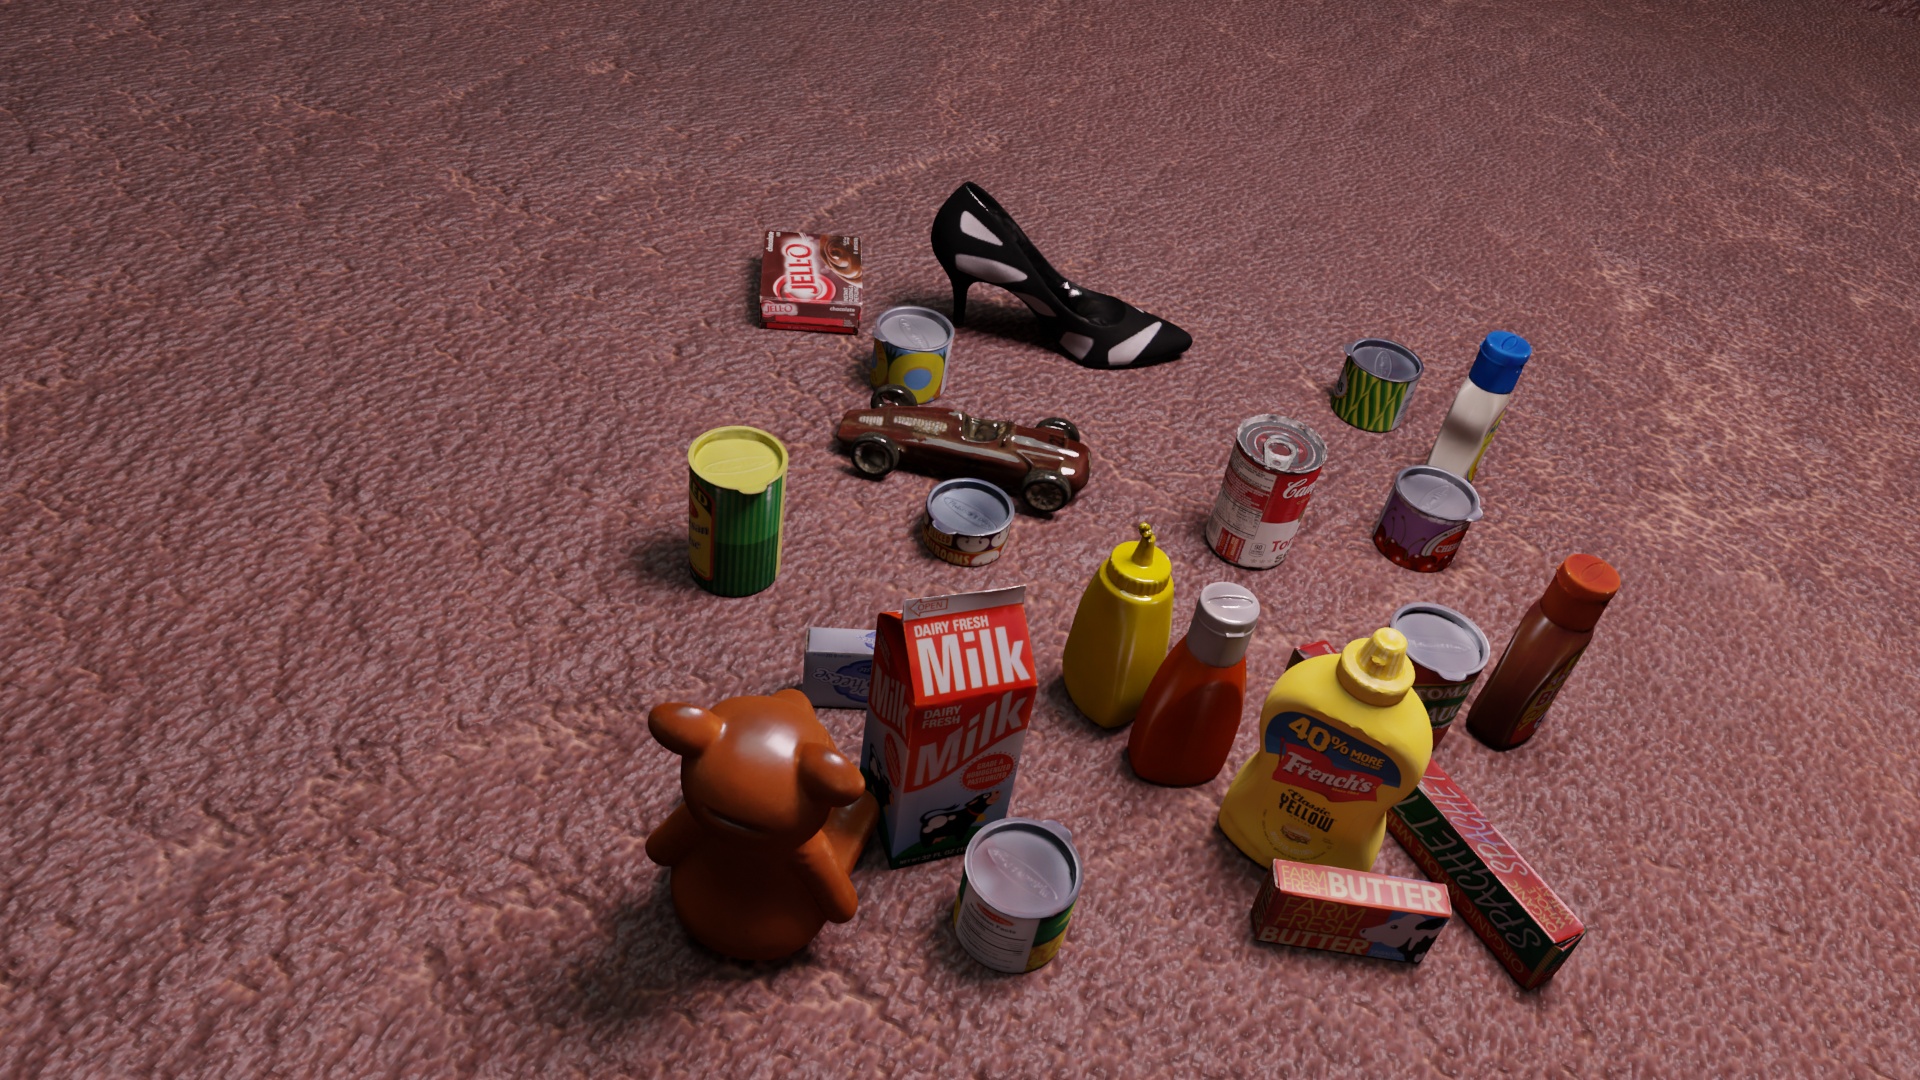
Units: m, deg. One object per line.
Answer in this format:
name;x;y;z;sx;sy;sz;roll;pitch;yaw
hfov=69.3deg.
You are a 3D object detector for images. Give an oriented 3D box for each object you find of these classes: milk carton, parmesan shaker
milk carton;-0.009;0.097;0.793;0.072;0.189;0.074;-7;44;-19
parmesan shaker;-0.154;-0.017;0.957;0.071;0.102;0.072;6;41;-5

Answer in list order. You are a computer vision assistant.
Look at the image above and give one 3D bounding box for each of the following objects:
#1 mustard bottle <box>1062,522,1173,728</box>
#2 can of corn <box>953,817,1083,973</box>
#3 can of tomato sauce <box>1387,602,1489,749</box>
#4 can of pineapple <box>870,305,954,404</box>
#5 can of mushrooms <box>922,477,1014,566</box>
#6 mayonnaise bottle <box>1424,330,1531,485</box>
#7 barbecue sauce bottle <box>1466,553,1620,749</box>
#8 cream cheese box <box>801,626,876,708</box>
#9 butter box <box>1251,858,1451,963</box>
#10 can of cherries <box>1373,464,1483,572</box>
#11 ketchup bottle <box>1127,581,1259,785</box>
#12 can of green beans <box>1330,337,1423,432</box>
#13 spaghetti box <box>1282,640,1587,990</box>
mustard bottle;0.107;0.050;0.893;0.049;0.159;0.065;-20;49;-30
can of corn;0.033;0.200;0.787;0.071;0.058;0.071;6;41;-5
can of tomato sauce;0.311;0.095;0.942;0.071;0.082;0.071;6;41;-5
can of pineapple;-0.043;-0.156;1.170;0.071;0.057;0.071;6;41;-5
can of mushrooms;0.004;-0.013;1.037;0.071;0.033;0.071;6;41;-5
mayonnaise bottle;0.420;-0.100;1.134;0.041;0.147;0.065;31;45;22
barbecue sauce bottle;0.393;0.074;0.934;0.065;0.147;0.044;-27;53;-35
cream cheese box;-0.050;0.084;0.902;0.104;0.053;0.024;3;42;-8
butter box;0.227;0.217;0.811;0.103;0.052;0.024;9;41;-2
can of cherries;0.369;-0.016;1.097;0.071;0.058;0.072;6;41;-5
ketchup bottle;0.149;0.091;0.864;0.065;0.148;0.044;1;42;-11
can of green beans;0.369;-0.138;1.235;0.071;0.057;0.071;6;41;-5
spaghetti box;0.291;0.167;0.882;0.029;0.049;0.251;-14;47;-25
